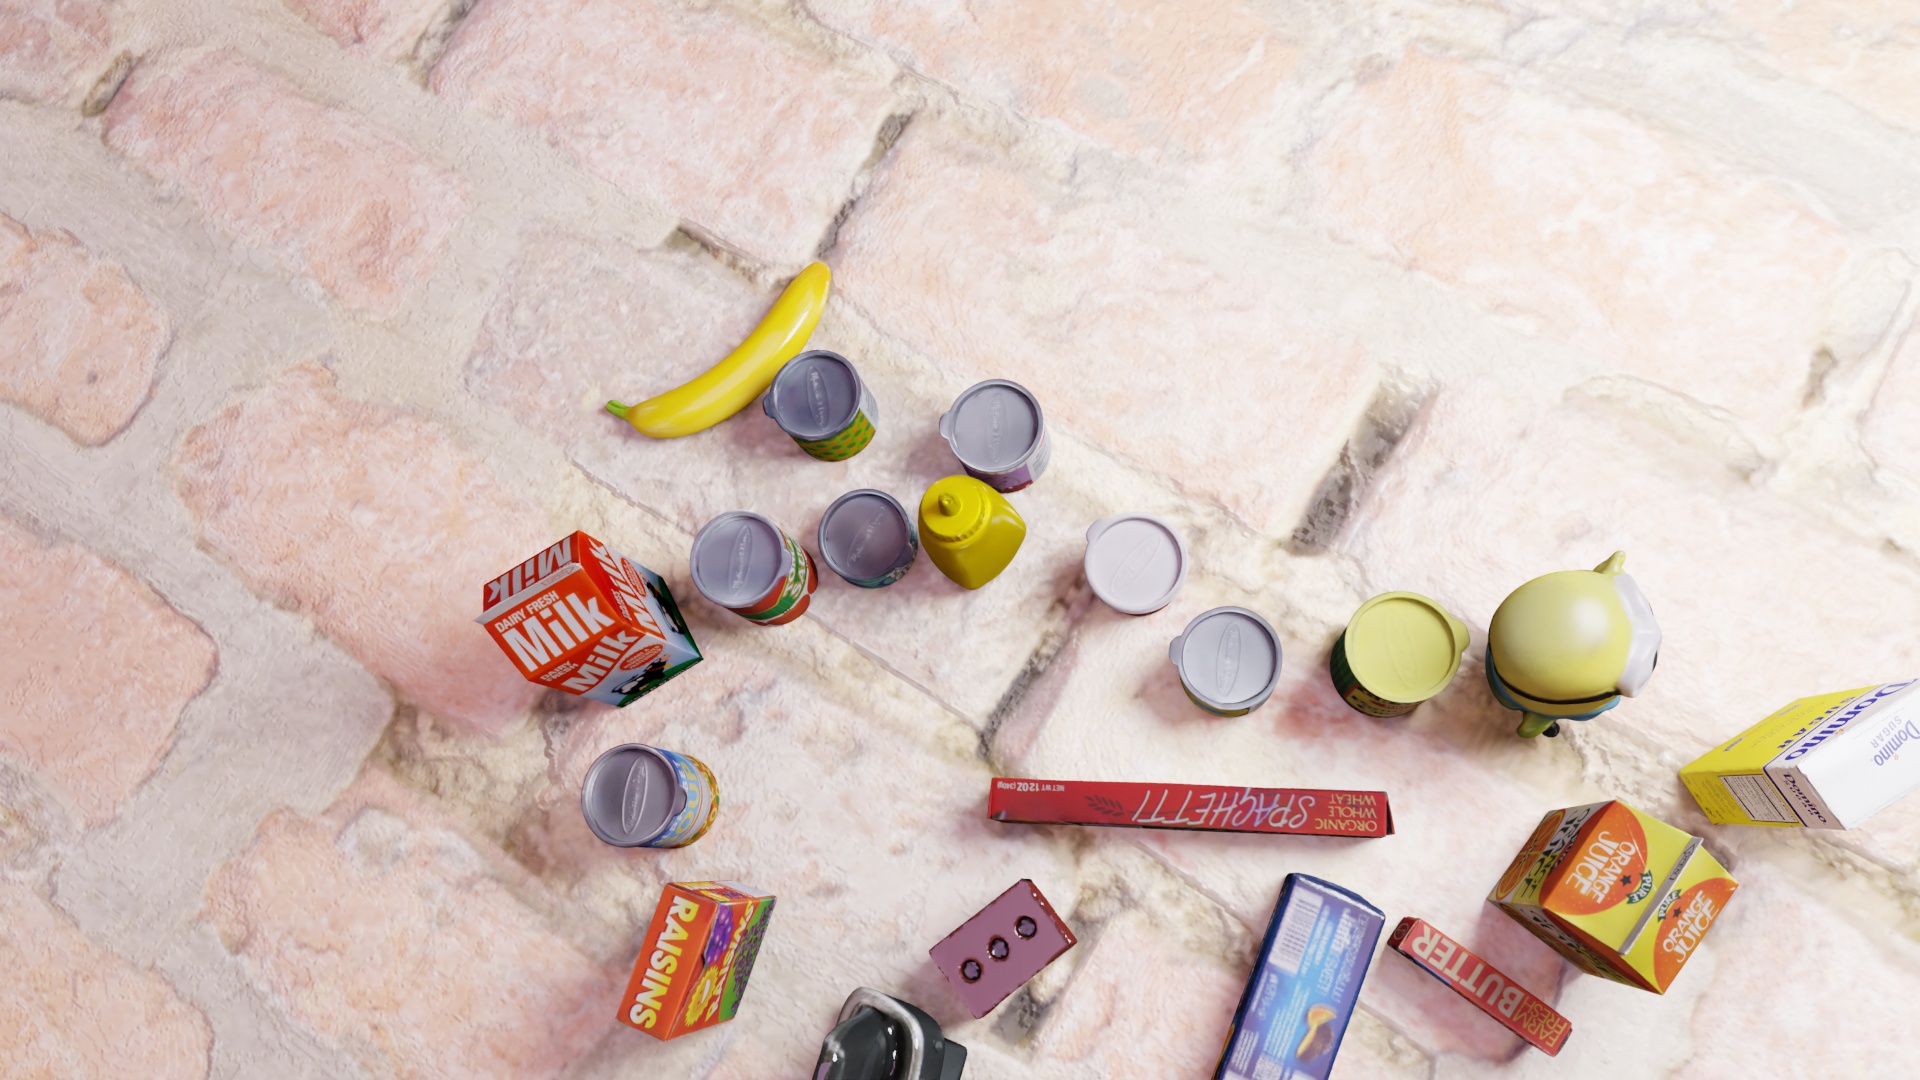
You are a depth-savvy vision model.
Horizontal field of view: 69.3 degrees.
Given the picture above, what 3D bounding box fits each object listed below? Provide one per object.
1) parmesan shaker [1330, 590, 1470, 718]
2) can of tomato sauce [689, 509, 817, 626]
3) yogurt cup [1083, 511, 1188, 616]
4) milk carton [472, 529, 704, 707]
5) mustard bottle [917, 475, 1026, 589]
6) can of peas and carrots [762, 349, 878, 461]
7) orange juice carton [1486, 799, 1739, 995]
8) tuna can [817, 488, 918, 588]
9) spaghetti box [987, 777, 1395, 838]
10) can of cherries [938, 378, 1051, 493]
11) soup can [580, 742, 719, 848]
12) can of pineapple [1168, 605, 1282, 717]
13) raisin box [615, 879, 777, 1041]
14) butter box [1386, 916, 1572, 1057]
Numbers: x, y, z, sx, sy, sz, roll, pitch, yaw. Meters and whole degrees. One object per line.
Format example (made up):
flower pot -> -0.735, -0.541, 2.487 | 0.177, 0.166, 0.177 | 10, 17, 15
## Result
parmesan shaker -> 0.270, 0.073, 0.860 | 0.071, 0.103, 0.071 | -2, 76, 9
can of tomato sauce -> -0.138, 0.021, 0.953 | 0.071, 0.083, 0.071 | -2, 76, 9
yogurt cup -> 0.118, 0.019, 0.925 | 0.072, 0.054, 0.072 | -2, 76, 9
milk carton -> -0.243, 0.051, 0.907 | 0.072, 0.190, 0.073 | -31, 74, 2
mustard bottle -> 0.003, -0.011, 0.897 | 0.049, 0.160, 0.065 | 41, 86, 16
can of peas and carrots -> -0.098, -0.094, 0.987 | 0.071, 0.058, 0.071 | -2, 76, 9
orange juice carton -> 0.359, 0.195, 0.768 | 0.073, 0.192, 0.072 | 37, 85, 16
tuna can -> -0.062, 0.000, 0.971 | 0.071, 0.032, 0.071 | -2, 76, 9
spaghetti box -> 0.144, 0.171, 0.885 | 0.250, 0.050, 0.029 | 0, 77, 10
can of cherries -> 0.025, -0.072, 0.961 | 0.071, 0.058, 0.071 | -2, 76, 9
soup can -> -0.202, 0.172, 0.926 | 0.071, 0.083, 0.071 | -2, 76, 9
can of pineapple -> 0.172, 0.079, 0.899 | 0.071, 0.057, 0.071 | -2, 76, 9
raisin box -> -0.163, 0.262, 0.877 | 0.040, 0.123, 0.086 | 18, 80, 13
butter box -> 0.310, 0.265, 0.832 | 0.103, 0.053, 0.024 | 34, 85, 16
